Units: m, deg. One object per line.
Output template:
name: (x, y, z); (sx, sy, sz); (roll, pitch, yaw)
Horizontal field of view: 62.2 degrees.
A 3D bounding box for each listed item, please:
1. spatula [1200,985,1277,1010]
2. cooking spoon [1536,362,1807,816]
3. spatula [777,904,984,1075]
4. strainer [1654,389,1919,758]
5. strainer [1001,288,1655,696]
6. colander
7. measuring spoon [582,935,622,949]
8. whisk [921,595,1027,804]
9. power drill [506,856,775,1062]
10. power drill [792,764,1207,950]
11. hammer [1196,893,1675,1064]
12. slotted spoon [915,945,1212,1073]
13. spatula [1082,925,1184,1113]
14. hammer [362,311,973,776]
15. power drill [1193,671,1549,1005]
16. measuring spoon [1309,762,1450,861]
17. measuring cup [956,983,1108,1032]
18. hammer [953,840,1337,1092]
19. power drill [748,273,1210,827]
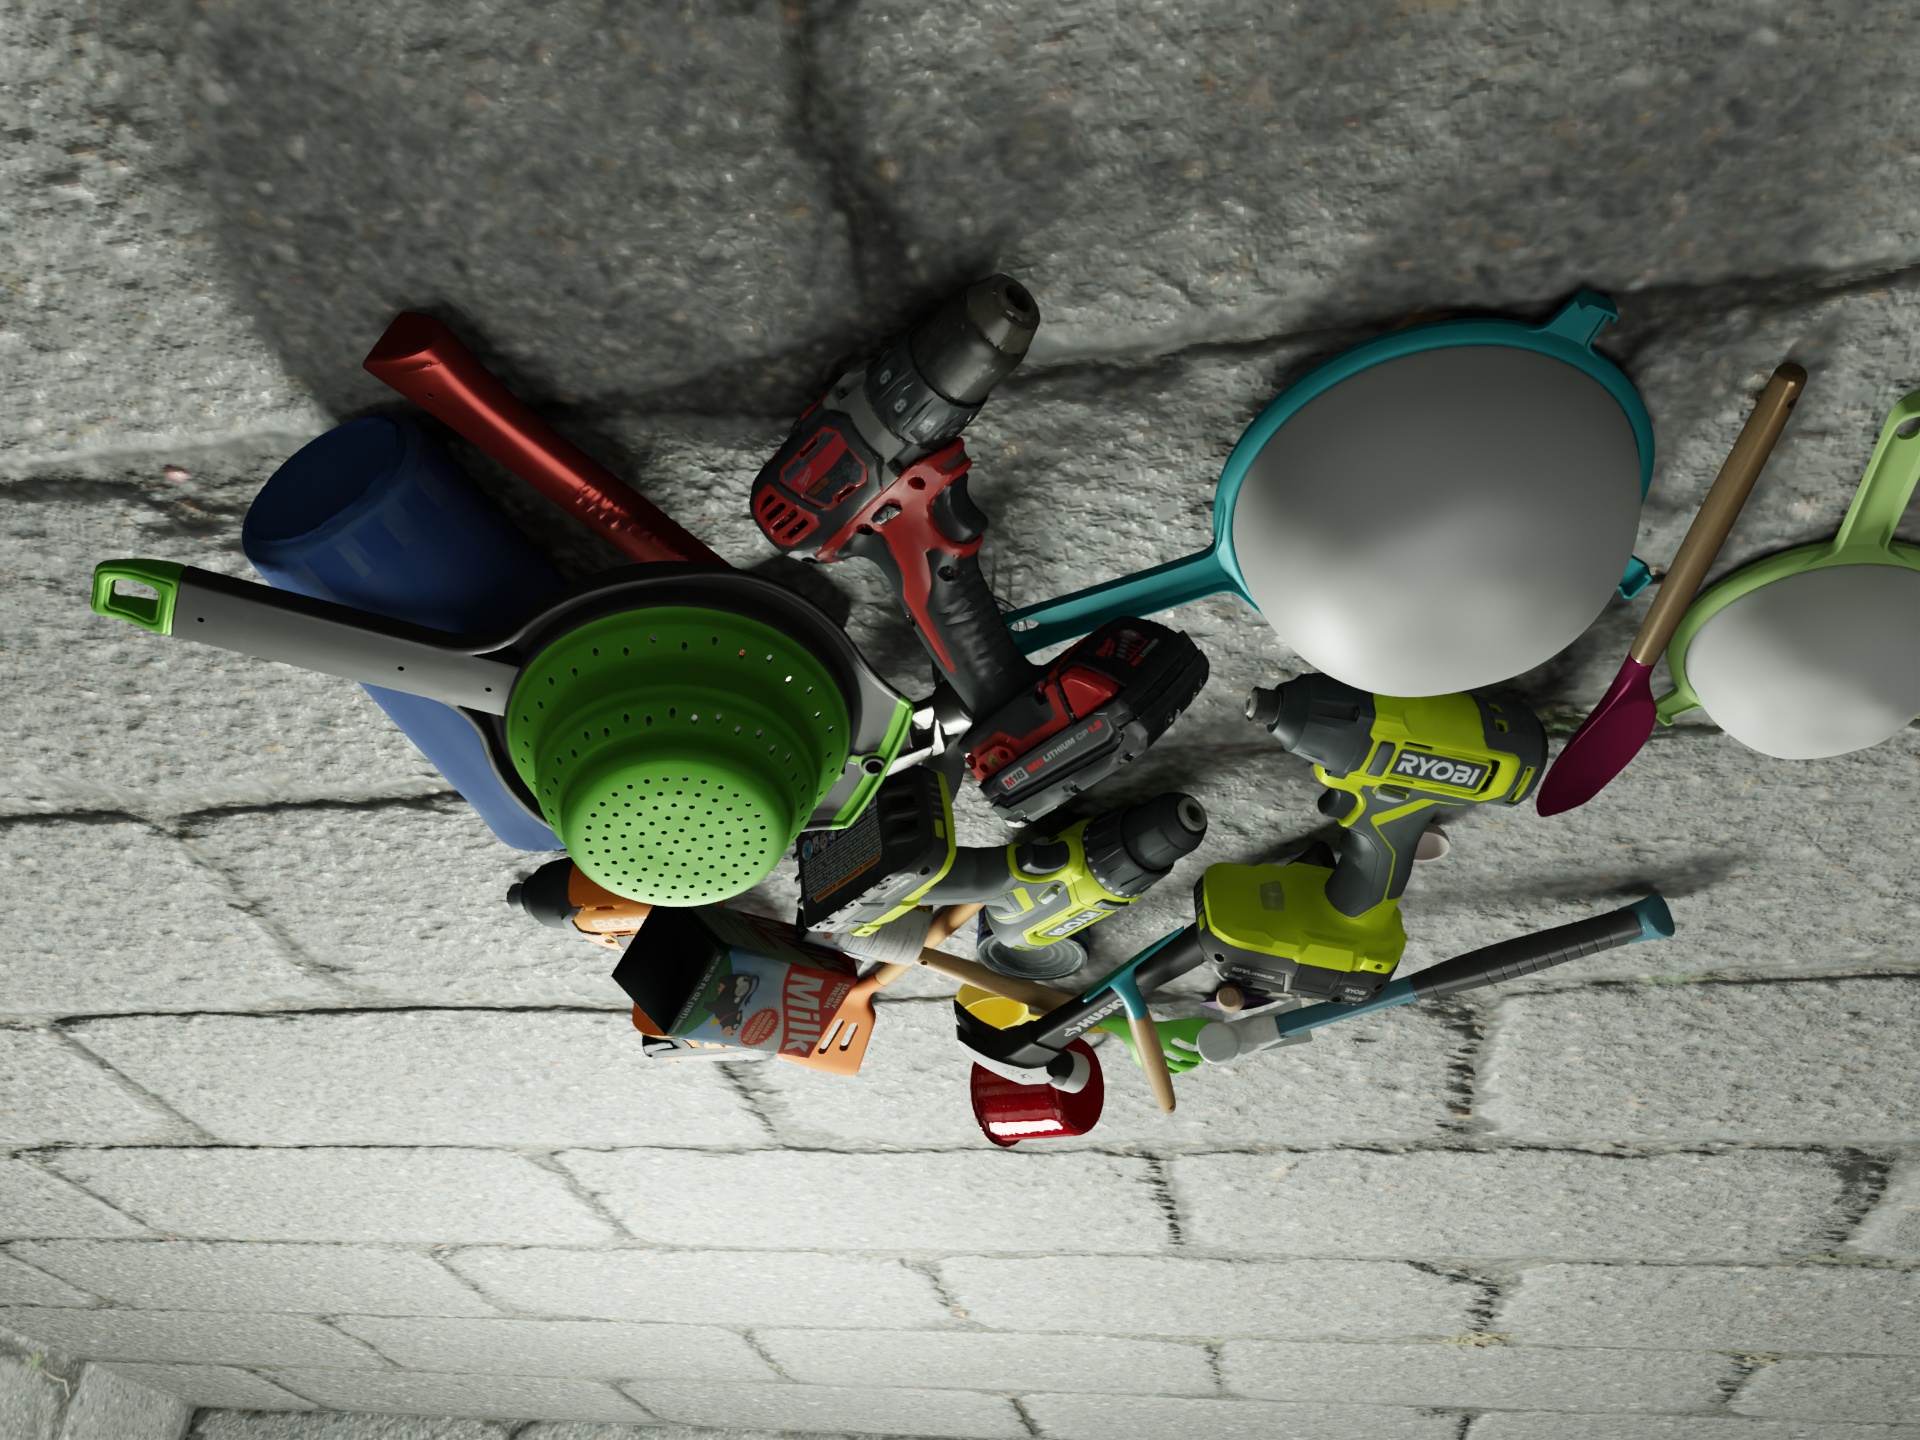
spatula: (0.196, 0.199, 1.133); (0.060, 0.018, 0.315); (-4, 169, 10)
cooking spoon: (0.367, -0.052, 0.832); (0.068, 0.017, 0.318); (-16, 141, -17)
spatula: (-0.050, 0.201, 1.254); (0.081, 0.041, 0.322); (22, 141, -20)
strainer: (0.453, -0.053, 0.802); (0.151, 0.069, 0.256); (-2, 145, 11)
strainer: (0.172, -0.061, 0.775); (0.340, 0.095, 0.210); (-16, 137, 16)
colander: (-0.216, 0.007, 0.776); (0.397, 0.095, 0.204); (15, 129, -20)
measuring spoon: (-0.306, 0.155, 1.254); (0.021, 0.011, 0.116); (-16, 142, 28)
whisk: (0.000, -0.004, 0.961); (0.055, 0.055, 0.238); (8, 149, -4)
power drill: (-0.234, 0.175, 1.213); (0.164, 0.084, 0.226); (-5, 139, 15)
power drill: (0.028, 0.087, 1.021); (0.228, 0.080, 0.190); (10, 149, -35)
hammer: (0.338, 0.187, 1.136); (0.331, 0.033, 0.128); (-21, 165, 18)
slotted spoon: (0.085, 0.228, 1.258); (0.313, 0.031, 0.070); (24, 120, -29)
spatula: (0.137, 0.230, 1.155); (0.082, 0.044, 0.317); (-36, 144, -10)
hammer: (-0.152, -0.081, 0.839); (0.358, 0.037, 0.149); (37, 143, -26)
power drill: (0.230, 0.067, 0.972); (0.171, 0.080, 0.223); (11, 129, -6)
measuring spoon: (0.270, 0.054, 1.030); (0.124, 0.018, 0.034); (34, 137, -23)
measuring cup: (0.065, 0.235, 1.305); (0.156, 0.029, 0.062); (14, 137, -32)
hammer: (0.139, 0.179, 1.154); (0.146, 0.035, 0.334); (26, 131, -34)
power drill: (0.018, -0.080, 0.756); (0.226, 0.080, 0.188); (51, 132, -3)
